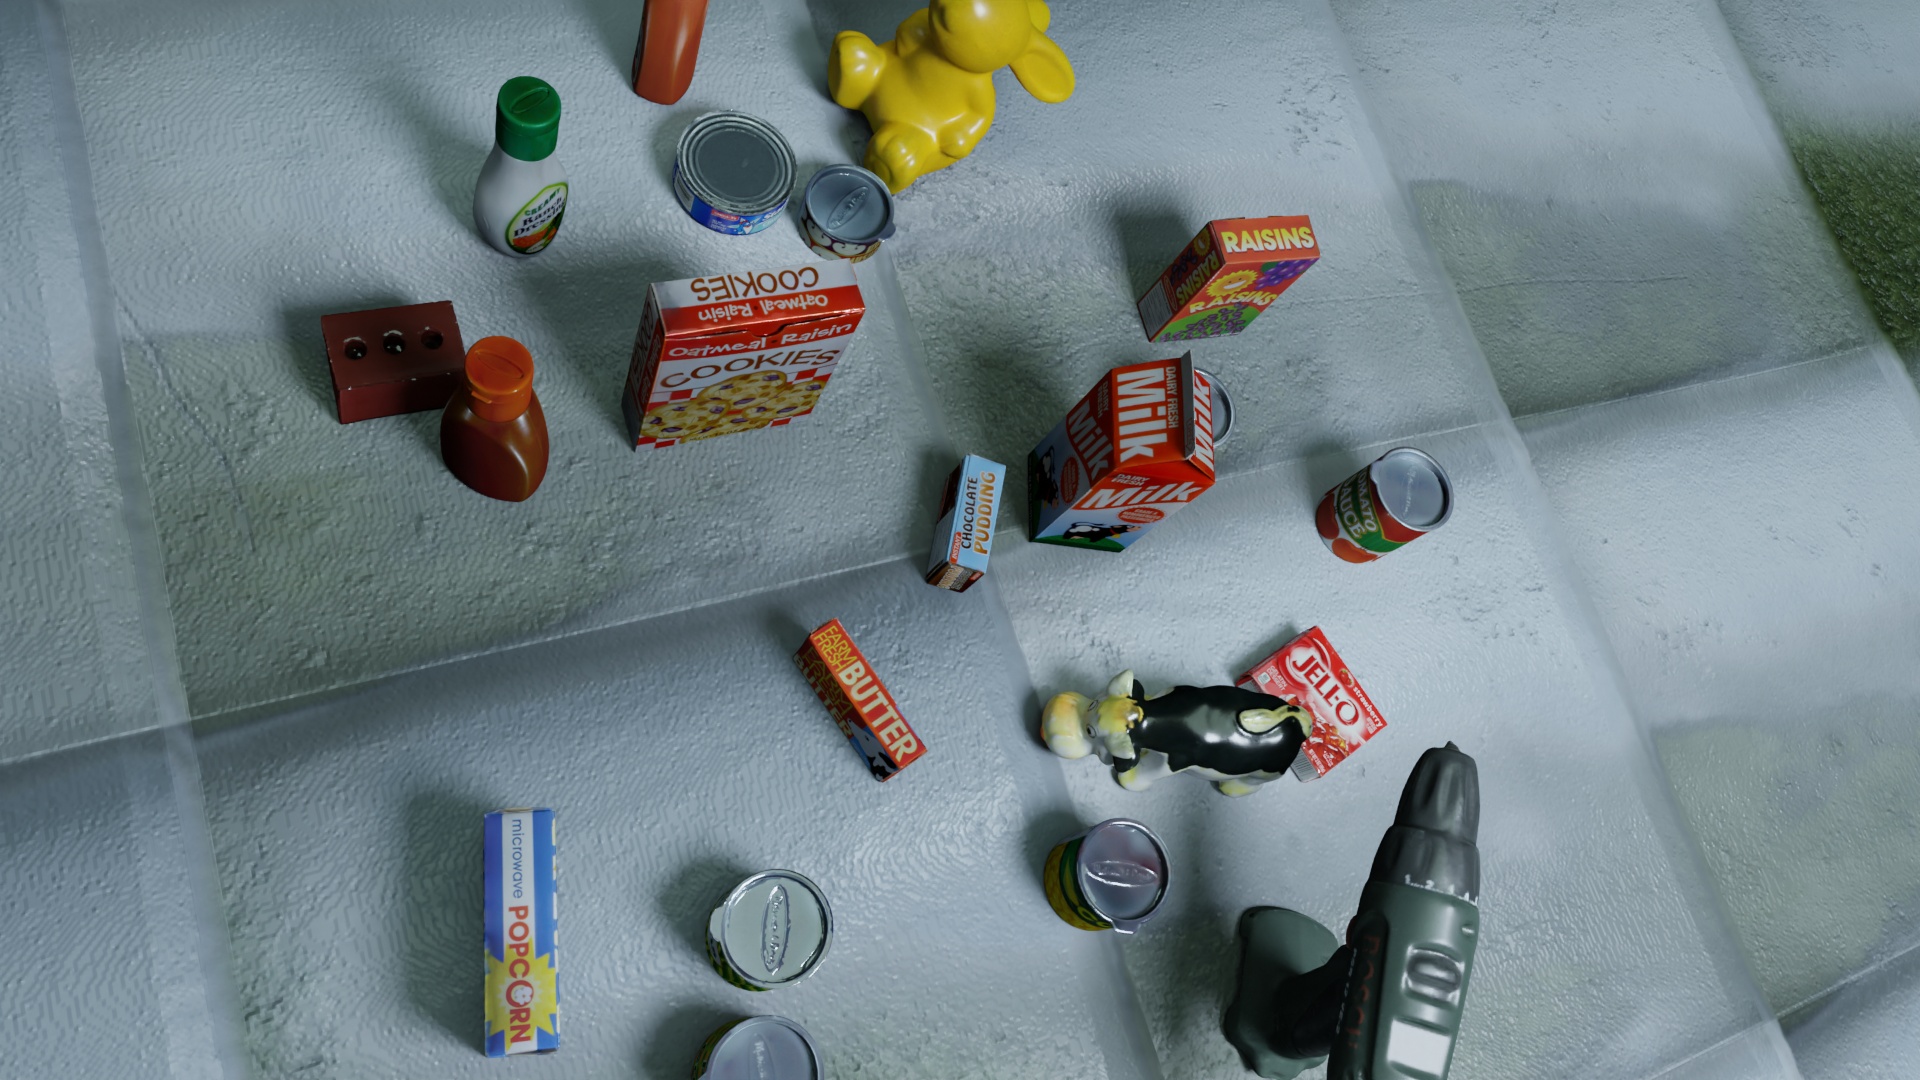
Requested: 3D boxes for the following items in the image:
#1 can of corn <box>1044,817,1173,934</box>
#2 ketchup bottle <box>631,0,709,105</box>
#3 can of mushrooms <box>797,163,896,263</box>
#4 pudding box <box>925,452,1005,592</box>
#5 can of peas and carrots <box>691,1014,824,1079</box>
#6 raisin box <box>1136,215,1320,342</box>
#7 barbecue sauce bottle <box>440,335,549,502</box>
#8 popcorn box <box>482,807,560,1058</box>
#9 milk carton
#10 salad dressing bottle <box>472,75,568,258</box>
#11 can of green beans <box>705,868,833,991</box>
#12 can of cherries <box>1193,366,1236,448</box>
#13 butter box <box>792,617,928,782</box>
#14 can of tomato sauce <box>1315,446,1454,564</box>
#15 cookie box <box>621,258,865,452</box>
[{"bbox_3d":[0.094,0.218,0.890,0.071,0.058,0.071,7,69,-17],"label":"can of corn"},{"bbox_3d":[-0.196,-0.368,0.956,0.043,0.148,0.065,16,67,-14],"label":"ketchup bottle"},{"bbox_3d":[-0.082,-0.236,1.011,0.071,0.033,0.071,7,69,-17],"label":"can of mushrooms"},{"bbox_3d":[0.003,-0.012,0.949,0.030,0.049,0.084,17,66,-13],"label":"pudding box"},{"bbox_3d":[-0.118,0.304,0.783,0.071,0.058,0.071,7,69,-17],"label":"can of peas and carrots"},{"bbox_3d":[0.200,-0.196,1.046,0.086,0.123,0.040,-8,74,-22],"label":"raisin box"},{"bbox_3d":[-0.273,-0.071,0.818,0.065,0.148,0.044,29,64,-8],"label":"barbecue sauce bottle"},{"bbox_3d":[-0.240,0.215,0.758,0.038,0.085,0.127,0,71,-20],"label":"popcorn box"},{"bbox_3d":[0.112,-0.056,0.925,0.073,0.189,0.072,7,69,-17],"label":"milk carton"},{"bbox_3d":[-0.276,-0.234,0.878,0.044,0.147,0.064,46,63,1],"label":"salad dressing bottle"},{"bbox_3d":[-0.113,0.229,0.813,0.071,0.057,0.071,7,69,-17],"label":"can of green beans"},{"bbox_3d":[0.159,-0.086,1.027,0.071,0.058,0.072,7,69,-17],"label":"can of cherries"},{"bbox_3d":[-0.065,0.102,0.880,0.024,0.053,0.103,-32,84,-26],"label":"butter box"},{"bbox_3d":[0.316,-0.025,1.046,0.071,0.082,0.071,7,69,-17],"label":"can of tomato sauce"},{"bbox_3d":[-0.140,-0.113,0.870,0.123,0.166,0.040,-13,76,-23],"label":"cookie box"}]
